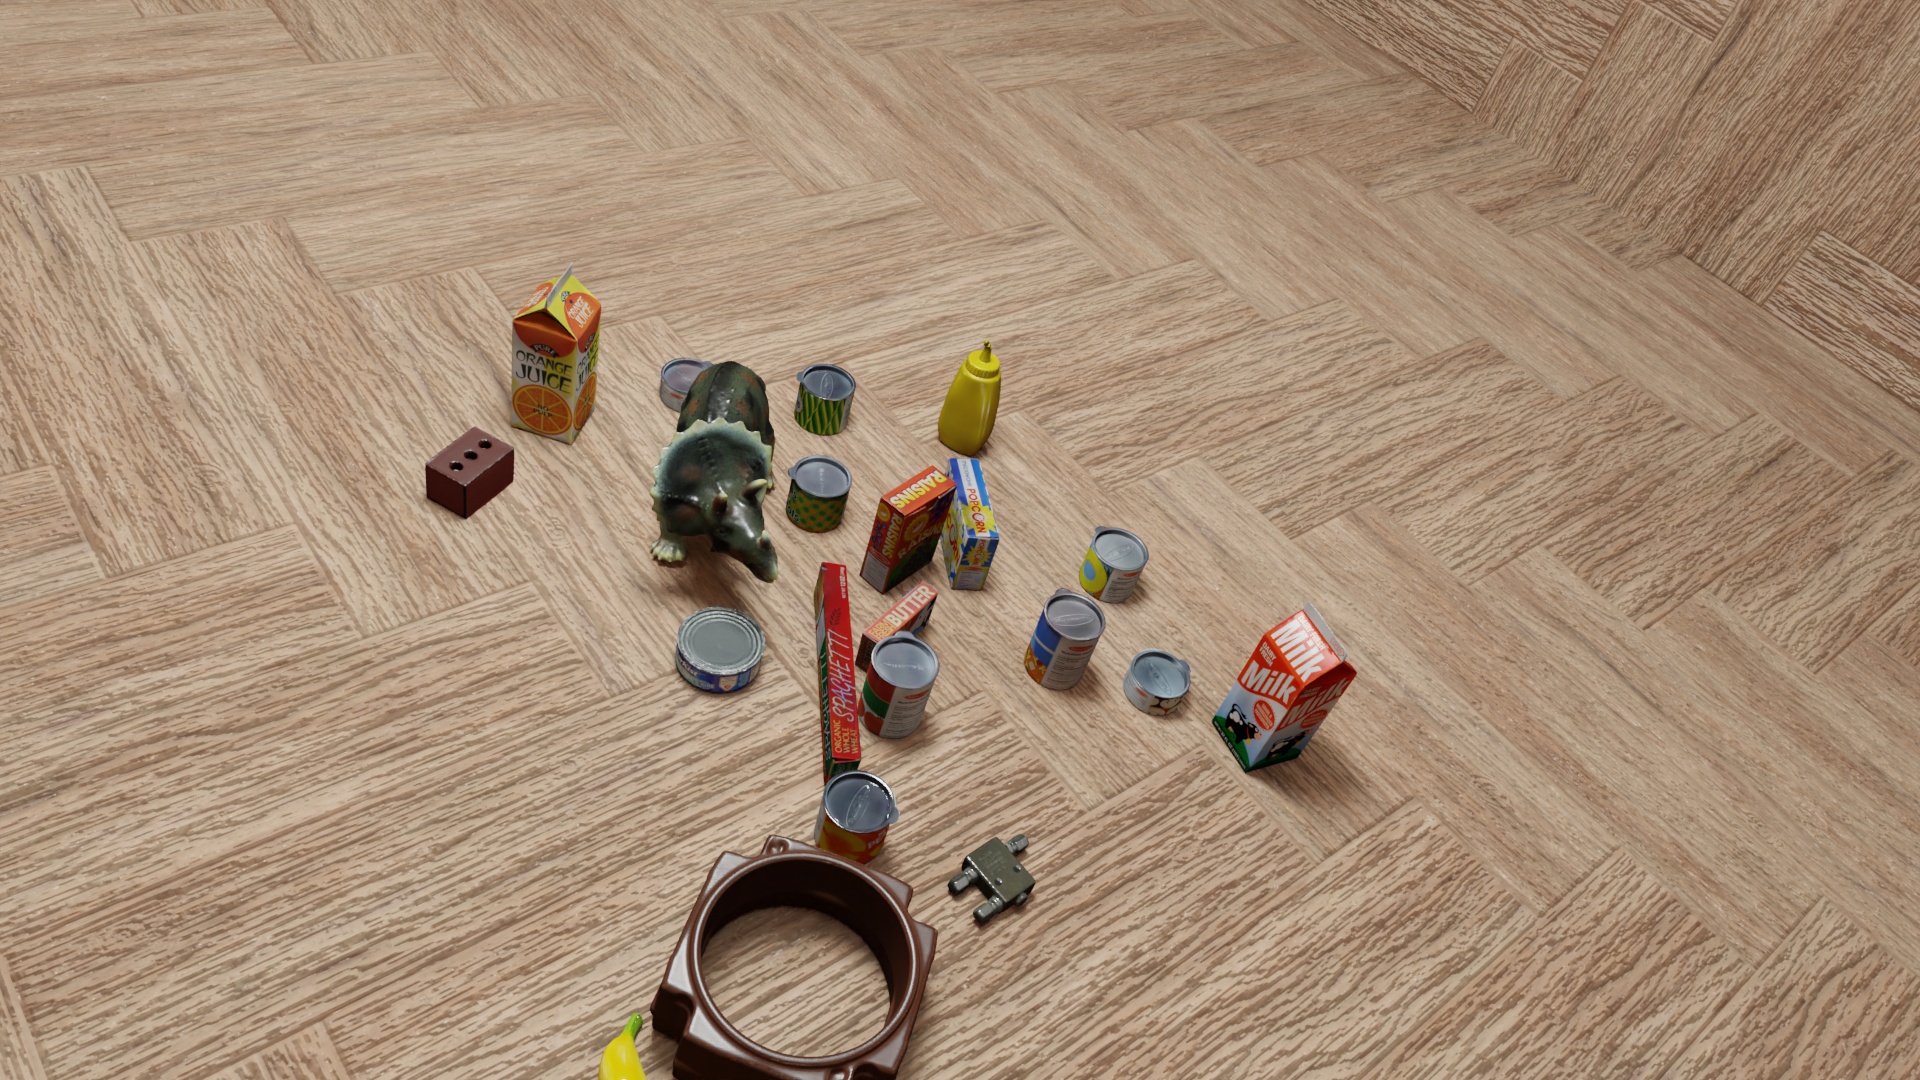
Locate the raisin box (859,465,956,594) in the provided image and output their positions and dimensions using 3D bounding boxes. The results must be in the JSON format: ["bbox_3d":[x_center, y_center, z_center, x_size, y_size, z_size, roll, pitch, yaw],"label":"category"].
[{"bbox_3d":[-0.056,-0.011,1.483,0.040,0.122,0.086,39,47,20],"label":"raisin box"}]

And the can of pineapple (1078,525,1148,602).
[{"bbox_3d":[0.172,0.027,1.569,0.071,0.057,0.071,10,44,-9],"label":"can of pineapple"}]

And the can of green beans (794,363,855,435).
[{"bbox_3d":[-0.162,-0.168,1.653,0.071,0.057,0.071,10,44,-9],"label":"can of green beans"}]

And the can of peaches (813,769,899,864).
[{"bbox_3d":[-0.094,0.252,1.253,0.071,0.057,0.071,10,44,-9],"label":"can of peaches"}]

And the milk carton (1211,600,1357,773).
[{"bbox_3d":[0.333,0.147,1.406,0.074,0.189,0.072,-10,50,-27],"label":"milk carton"}]

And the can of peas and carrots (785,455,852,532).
[{"bbox_3d":[-0.160,-0.051,1.536,0.071,0.058,0.071,10,44,-9],"label":"can of peas and carrots"}]

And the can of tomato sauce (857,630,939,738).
[{"bbox_3d":[-0.062,0.142,1.356,0.071,0.082,0.071,10,44,-9],"label":"can of tomato sauce"}]

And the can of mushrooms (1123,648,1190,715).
[{"bbox_3d":[0.210,0.150,1.475,0.071,0.033,0.071,10,44,-9],"label":"can of mushrooms"}]

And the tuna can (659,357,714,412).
[{"bbox_3d":[-0.318,-0.183,1.634,0.071,0.032,0.071,10,44,-9],"label":"tuna can"}]

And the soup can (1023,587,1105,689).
[{"bbox_3d":[0.107,0.103,1.452,0.071,0.083,0.072,10,44,-9],"label":"soup can"}]

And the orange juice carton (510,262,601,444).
[{"bbox_3d":[-0.436,-0.204,1.500,0.073,0.191,0.072,17,43,-1],"label":"orange juice carton"}]

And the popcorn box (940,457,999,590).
[{"bbox_3d":[0.005,-0.019,1.540,0.038,0.084,0.127,2,46,-17],"label":"popcorn box"}]

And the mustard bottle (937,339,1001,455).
[{"bbox_3d":[0.018,-0.175,1.647,0.065,0.159,0.049,28,44,9],"label":"mustard bottle"}]

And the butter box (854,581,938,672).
[{"bbox_3d":[-0.065,0.090,1.430,0.024,0.052,0.104,34,46,16],"label":"butter box"}]

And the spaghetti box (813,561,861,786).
[{"bbox_3d":[-0.123,0.129,1.372,0.029,0.049,0.251,5,45,-14],"label":"spaghetti box"}]
